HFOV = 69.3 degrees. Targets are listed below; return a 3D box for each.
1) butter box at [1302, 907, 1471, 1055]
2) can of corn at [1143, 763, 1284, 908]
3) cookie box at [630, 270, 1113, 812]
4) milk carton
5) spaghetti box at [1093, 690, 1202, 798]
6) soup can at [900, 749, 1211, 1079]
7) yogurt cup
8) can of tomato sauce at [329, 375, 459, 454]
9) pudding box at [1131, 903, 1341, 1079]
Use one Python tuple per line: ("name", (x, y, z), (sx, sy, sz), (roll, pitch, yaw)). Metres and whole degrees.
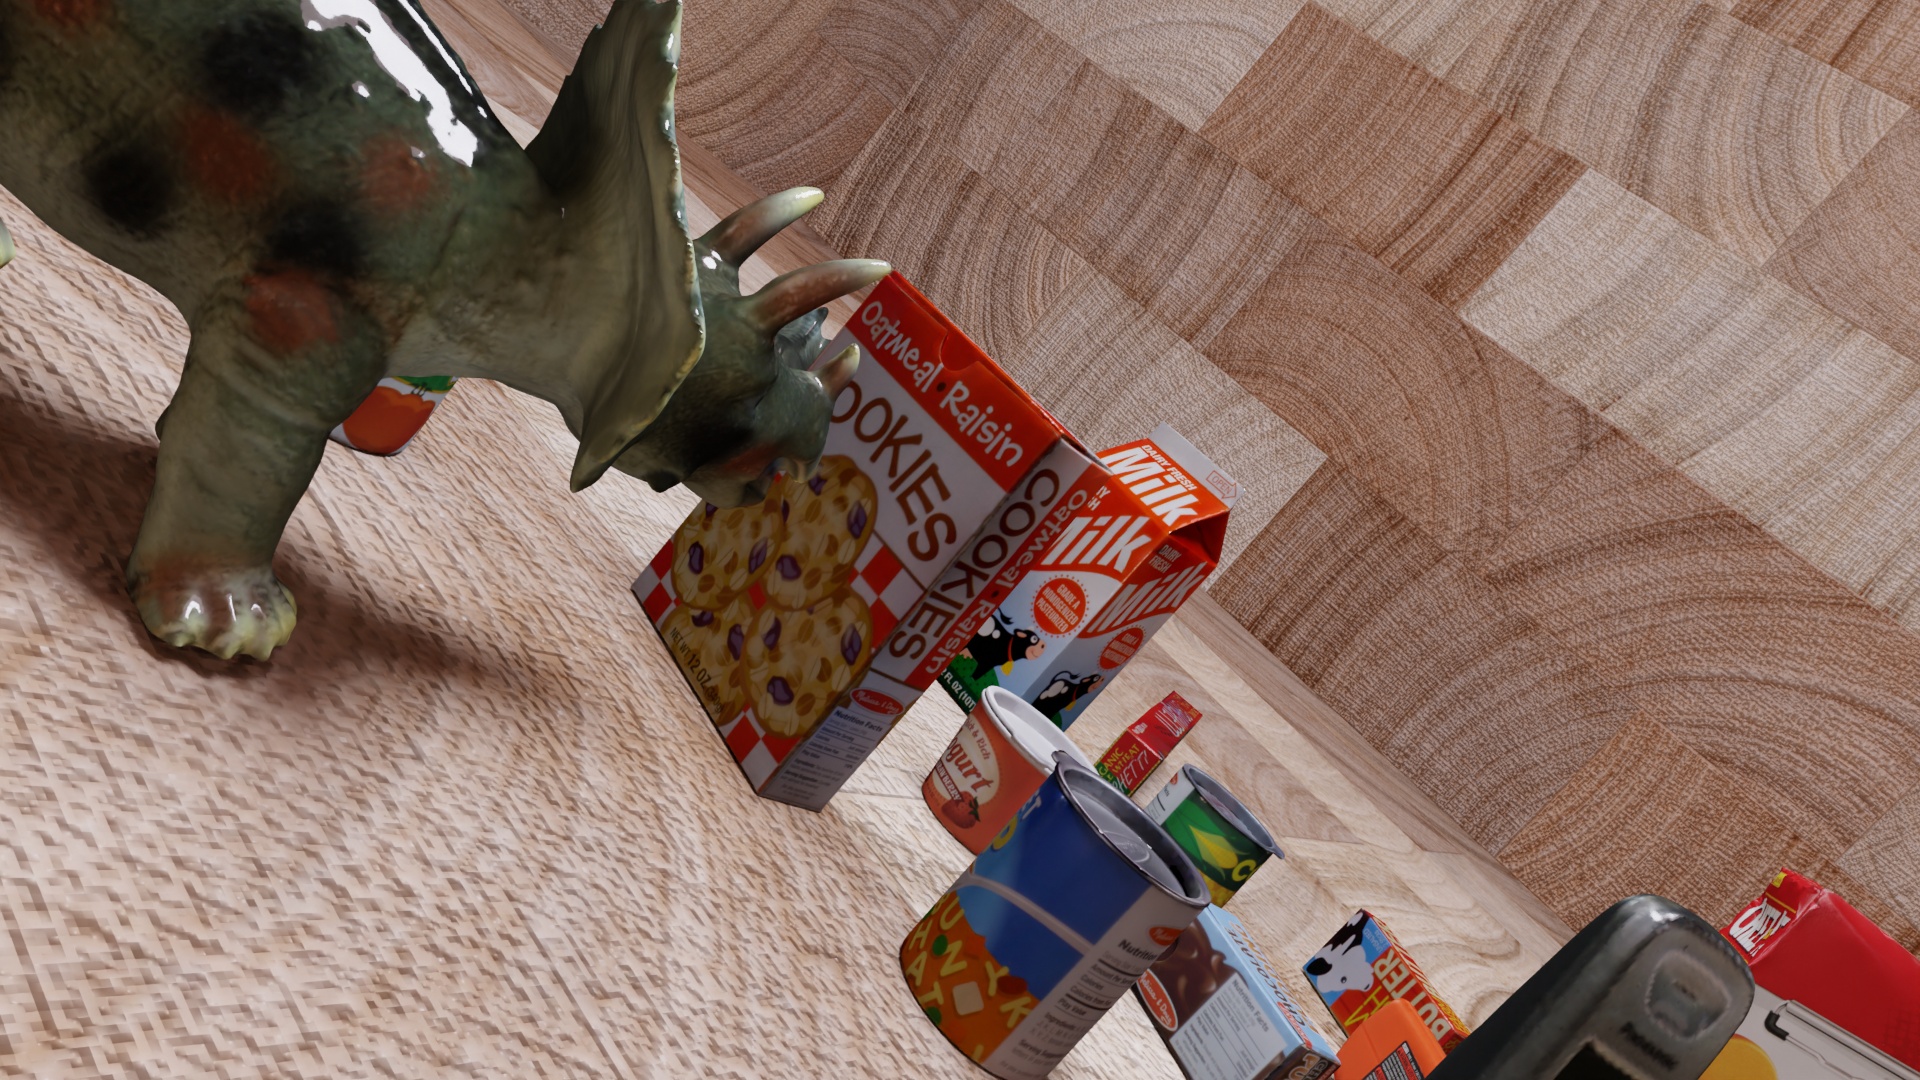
("butter box", (0.235, 0.256, 0.765), (0.024, 0.053, 0.104), (37, 10, -25))
("can of corn", (0.128, 0.166, 0.748), (0.071, 0.058, 0.071), (39, 9, -7))
("cookie box", (-0.040, -0.003, 0.524), (0.040, 0.167, 0.123), (31, 13, -49))
("milk carton", (0.073, 0.023, 0.780), (0.072, 0.190, 0.073), (46, 10, 34))
("spaghetti box", (0.118, 0.133, 0.888), (0.029, 0.050, 0.250), (42, 9, 12))
("soup can", (0.029, 0.124, 0.463), (0.071, 0.083, 0.071), (39, 9, -7))
("yogurt cup", (0.020, 0.106, 0.610), (0.072, 0.054, 0.072), (39, 9, -7))
("can of tomato sauce", (-0.203, -0.081, 0.499), (0.071, 0.083, 0.071), (39, 9, -7))
("pudding box", (0.109, 0.193, 0.565), (0.030, 0.049, 0.084), (35, 11, -35))
